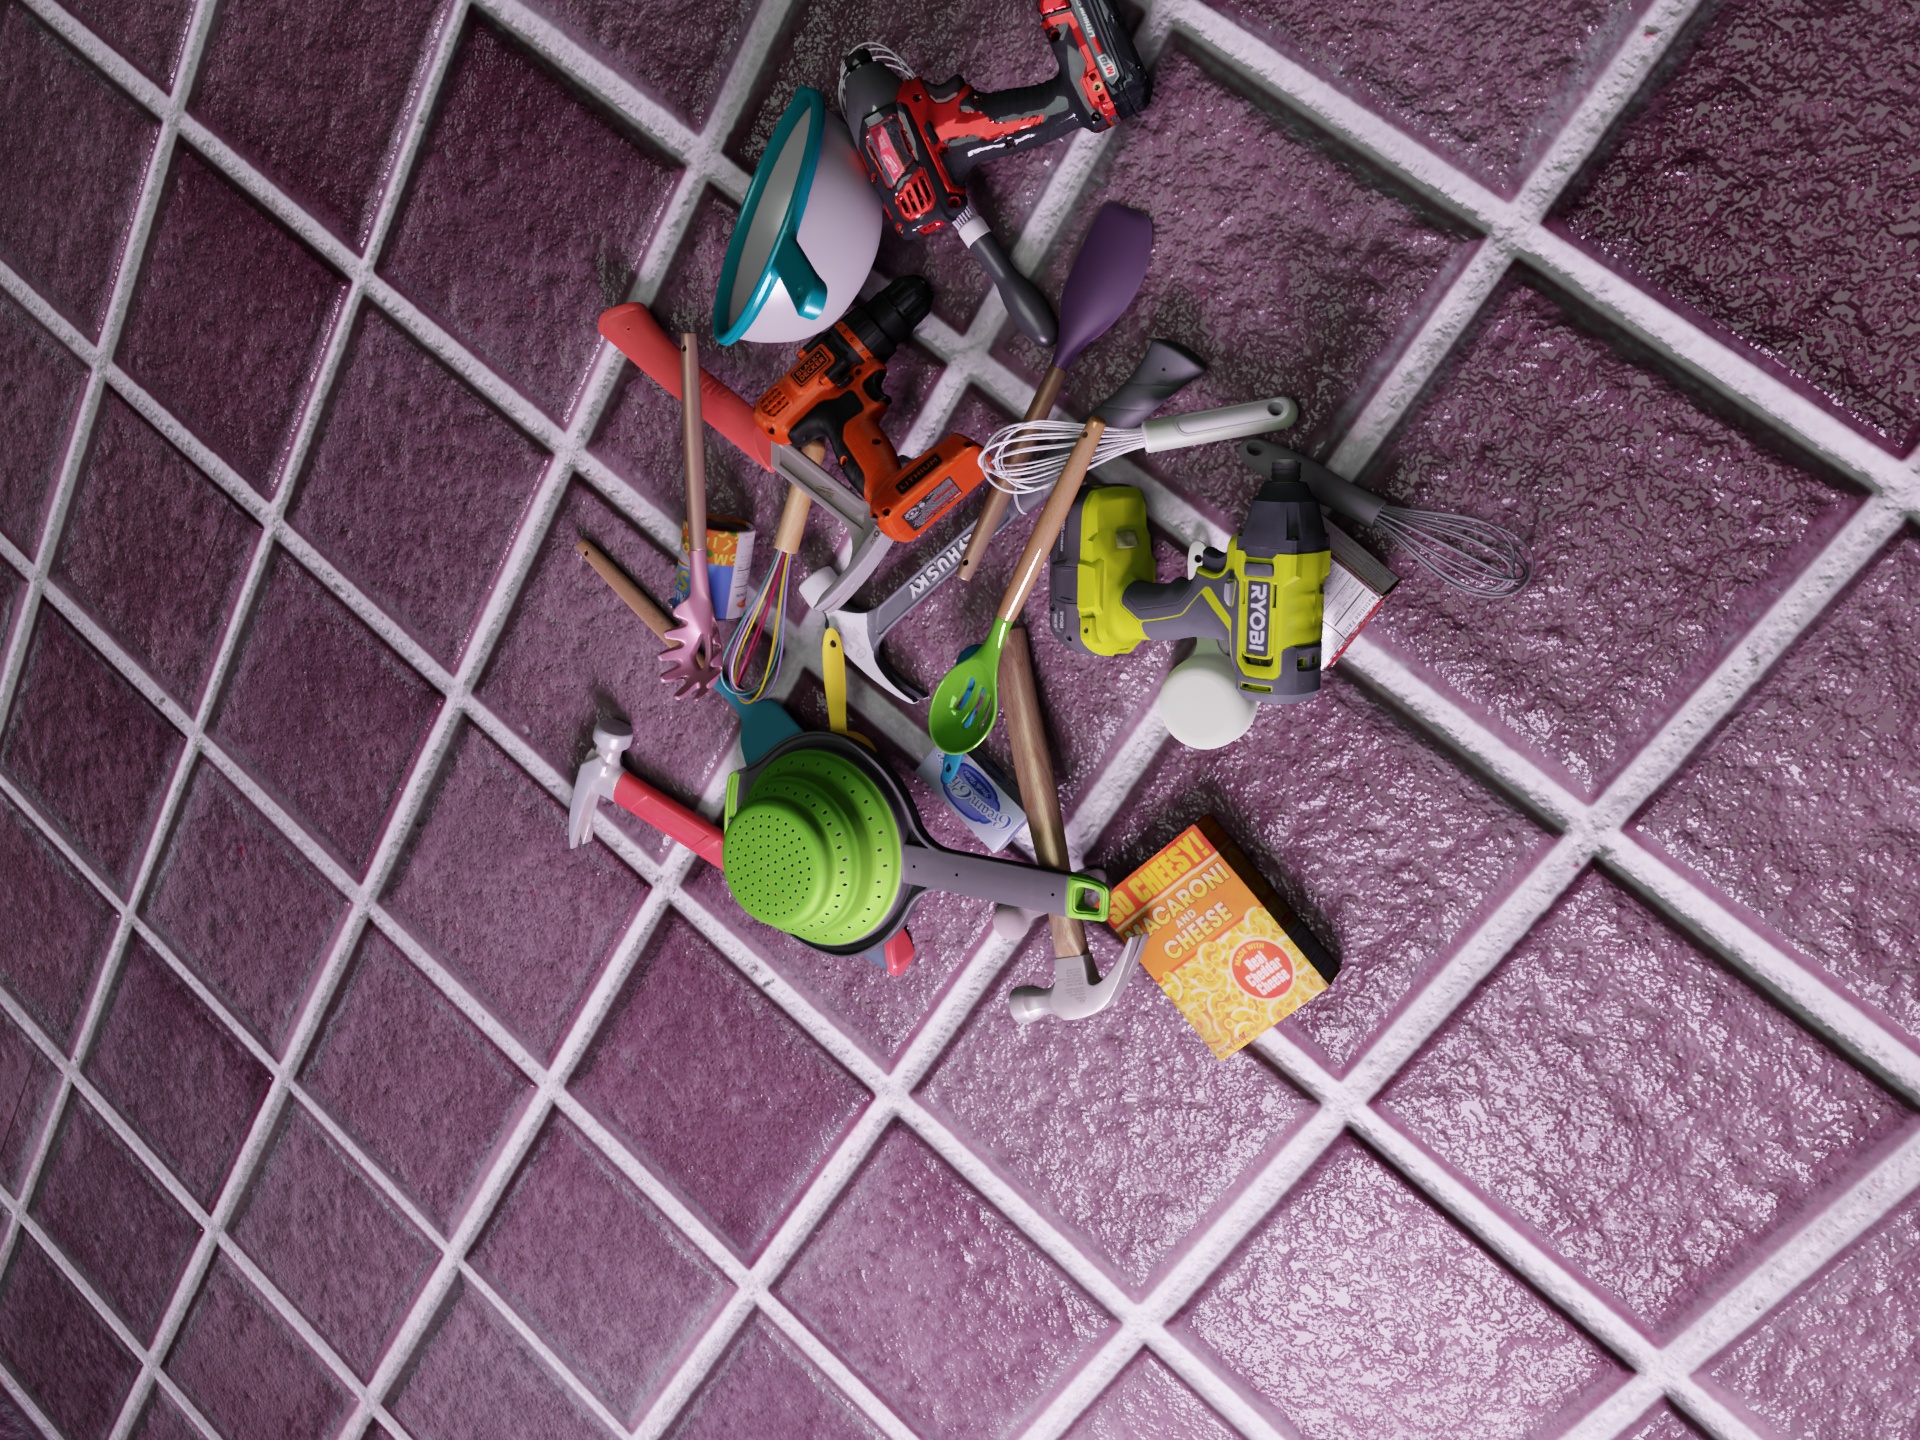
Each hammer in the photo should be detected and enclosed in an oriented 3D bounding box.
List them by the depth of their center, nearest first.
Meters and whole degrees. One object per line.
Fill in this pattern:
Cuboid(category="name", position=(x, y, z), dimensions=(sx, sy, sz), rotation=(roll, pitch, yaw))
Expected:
Cuboid(category="hammer", position=(0.039, -0.170, 1.317), dimensions=(0.409, 0.036, 0.149), rotation=(-38, 85, 29))
Cuboid(category="hammer", position=(0.073, 0.084, 1.330), dimensions=(0.130, 0.031, 0.331), rotation=(-14, 85, 32))
Cuboid(category="hammer", position=(-0.195, -0.251, 1.392), dimensions=(0.359, 0.036, 0.149), rotation=(39, 100, 21))
Cuboid(category="hammer", position=(-0.216, 0.147, 1.527), dimensions=(0.386, 0.038, 0.143), rotation=(29, 115, 19))

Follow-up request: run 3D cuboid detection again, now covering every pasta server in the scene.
Cuboid(category="pasta server", position=(-0.234, -0.175, 1.381), dimensions=(0.060, 0.040, 0.316), rotation=(7, 105, 29))

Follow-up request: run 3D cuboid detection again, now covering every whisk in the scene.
Cuboid(category="whisk", position=(0.310, -0.156, 1.174), dimensions=(0.239, 0.055, 0.055), rotation=(31, 115, 23))
Cuboid(category="whisk", position=(0.134, -0.216, 1.217), dimensions=(0.246, 0.059, 0.058), rotation=(-9, 71, 9))
Cuboid(category="whisk", position=(-0.006, -0.417, 1.270), dimensions=(0.070, 0.070, 0.284), rotation=(-35, 90, 30))
Cuboid(category="whisk", position=(-0.165, -0.132, 1.417), dimensions=(0.051, 0.047, 0.245), rotation=(15, 101, -13))

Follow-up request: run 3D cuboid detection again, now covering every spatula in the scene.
Cuboid(category="spatula", position=(0.069, -0.254, 1.258), dimensions=(0.060, 0.018, 0.316), rotation=(30, 102, 21))
Cuboid(category="spatula", position=(-0.261, -0.063, 1.496), dimensions=(0.318, 0.044, 0.082), rotation=(44, 115, 13))

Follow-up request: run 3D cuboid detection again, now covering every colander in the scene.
Cuboid(category="colander", position=(-0.068, 0.126, 1.340), dimensions=(0.397, 0.094, 0.204), rotation=(8, 102, 30))

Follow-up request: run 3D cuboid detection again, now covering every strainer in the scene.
Cuboid(category="strainer", position=(-0.106, -0.358, 1.231), dimensions=(0.095, 0.341, 0.211), rotation=(17, 114, -23))

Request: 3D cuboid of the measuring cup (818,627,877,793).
Cuboid(category="measuring cup", position=(-0.103, -0.010, 1.427), dimensions=(0.062, 0.029, 0.156), rotation=(6, 109, 27))

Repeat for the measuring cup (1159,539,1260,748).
Cuboid(category="measuring cup", position=(0.190, -0.058, 1.262), dimensions=(0.083, 0.038, 0.167), rotation=(0, 104, 28))

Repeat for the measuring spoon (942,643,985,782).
Cuboid(category="measuring spoon", position=(-0.002, -0.004, 1.355), dimensions=(0.042, 0.021, 0.128), rotation=(34, 116, 43))

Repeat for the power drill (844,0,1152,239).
Cuboid(category="power drill", position=(0.021, -0.473, 1.192), dimensions=(0.219, 0.078, 0.143), rotation=(-24, 98, 16))

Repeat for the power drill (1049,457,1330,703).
Cuboid(category="power drill", position=(0.173, -0.113, 1.195), dimensions=(0.223, 0.080, 0.171), rotation=(12, 107, 46))

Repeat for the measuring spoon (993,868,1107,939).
Cuboid(category="measuring spoon", position=(0.076, 0.159, 1.388), dimensions=(0.124, 0.018, 0.034), rotation=(-31, 87, 29))

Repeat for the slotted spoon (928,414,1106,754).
Cuboid(category="slotted spoon", position=(0.047, -0.102, 1.257), dimensions=(0.070, 0.031, 0.313), rotation=(48, 128, 33))
